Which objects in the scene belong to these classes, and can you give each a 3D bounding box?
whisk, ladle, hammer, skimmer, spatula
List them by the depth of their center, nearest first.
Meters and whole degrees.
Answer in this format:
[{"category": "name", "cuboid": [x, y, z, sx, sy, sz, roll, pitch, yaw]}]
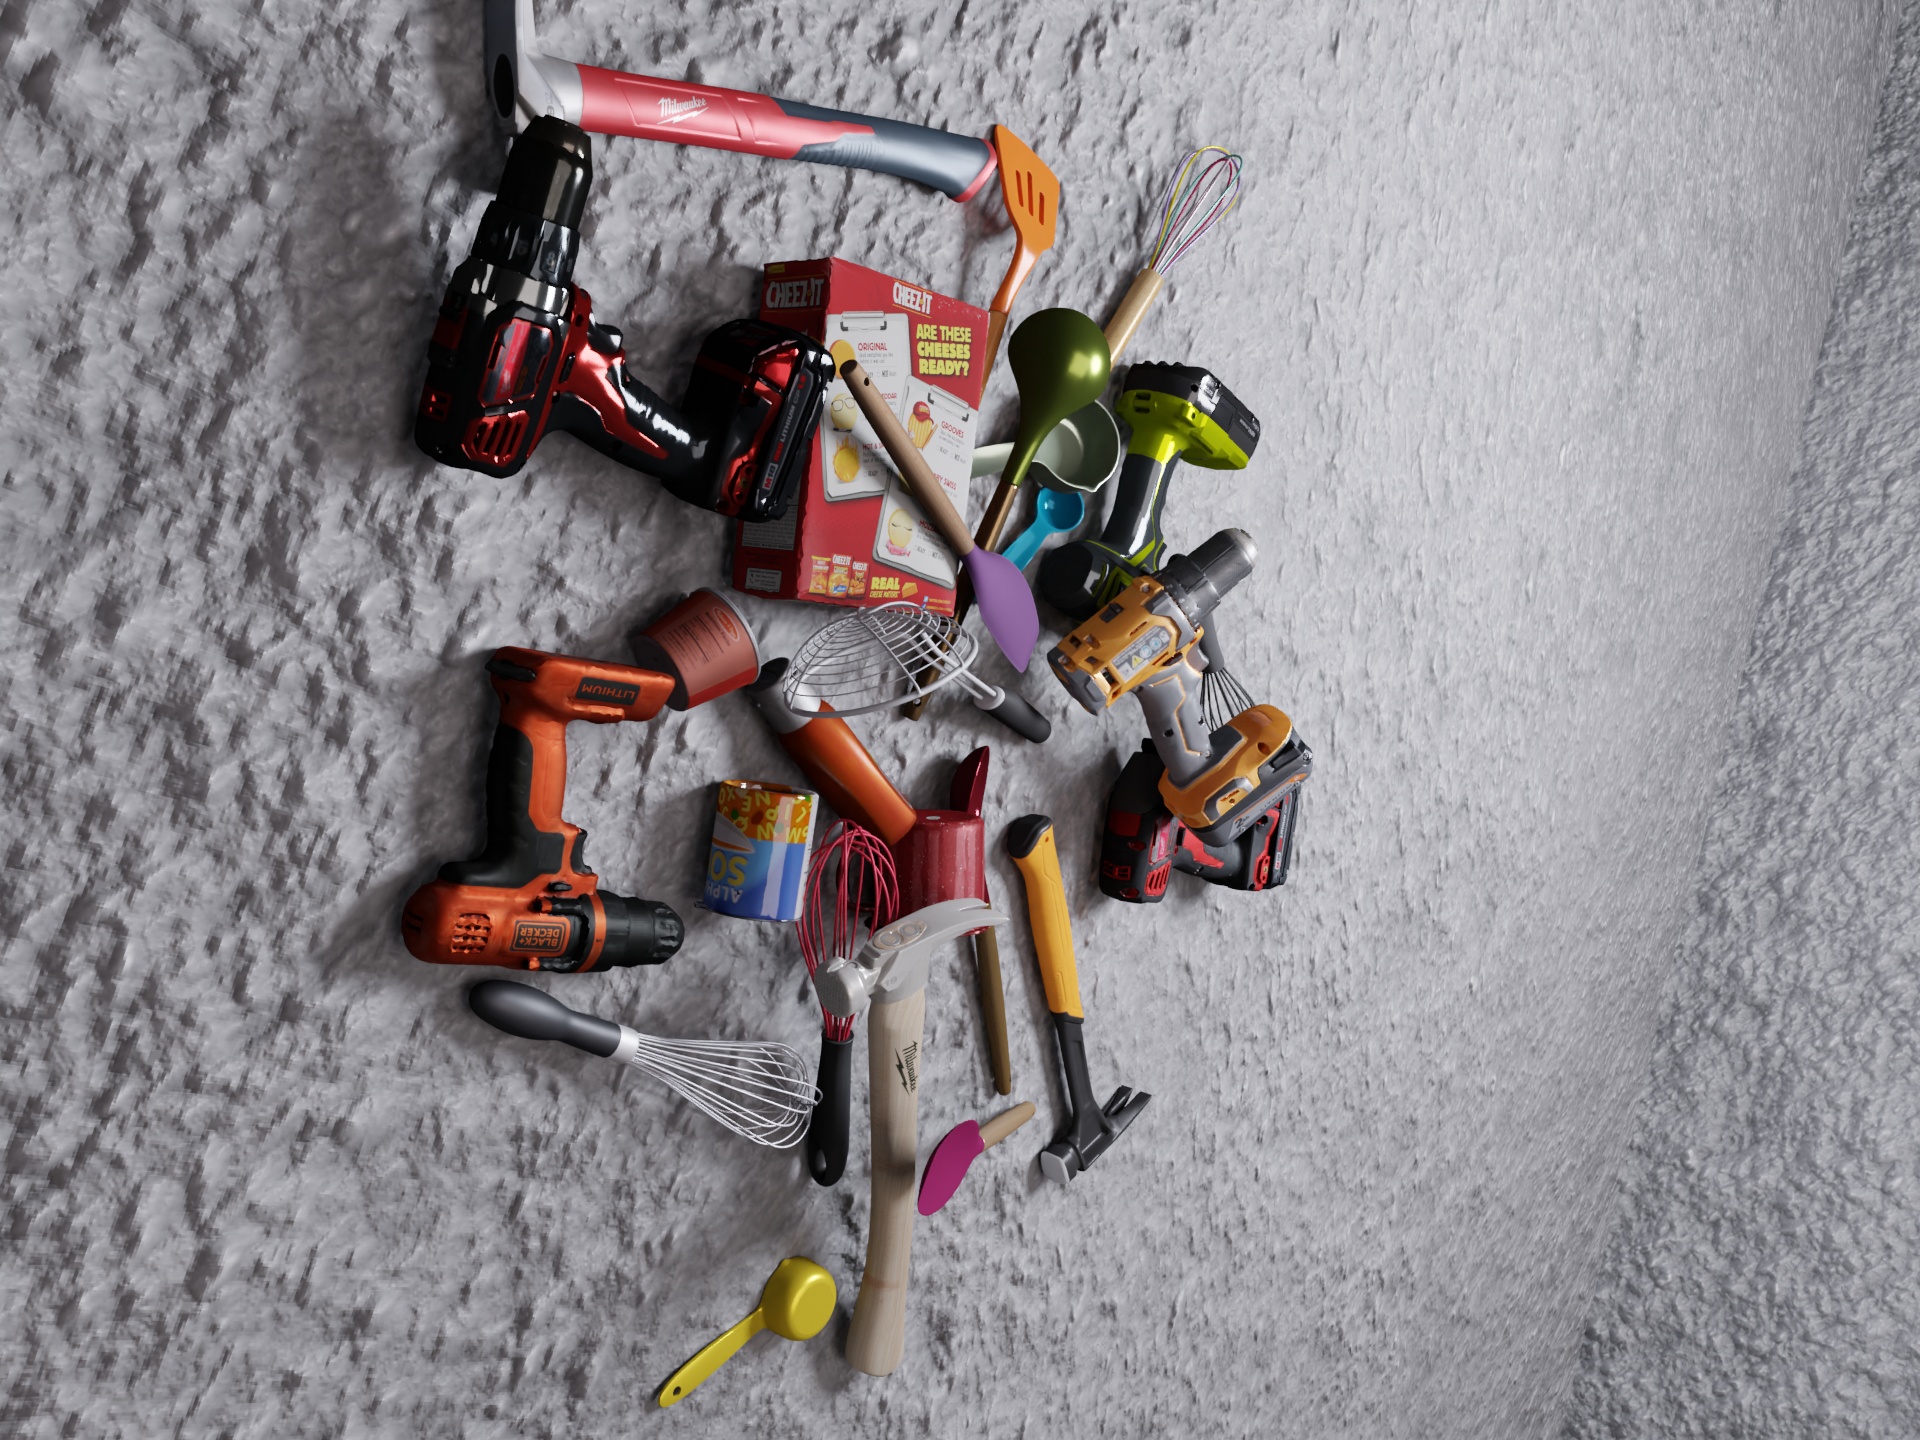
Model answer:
[{"category": "hammer", "cuboid": [-0.115, -0.383, 0.984, 0.386, 0.038, 0.143, -13, 106, -47]}, {"category": "whisk", "cuboid": [-0.193, 0.215, 1.012, 0.284, 0.070, 0.070, 32, 74, -42]}, {"category": "spatula", "cuboid": [-0.006, -0.133, 1.067, 0.315, 0.018, 0.060, 52, 52, -51]}, {"category": "whisk", "cuboid": [-0.085, 0.203, 1.113, 0.073, 0.073, 0.295, -18, 122, -46]}, {"category": "skimmer", "cuboid": [-0.002, -0.004, 1.119, 0.363, 0.127, 0.090, 32, 53, -64]}, {"category": "hammer", "cuboid": [-0.041, 0.315, 1.147, 0.146, 0.038, 0.410, -21, 128, -38]}, {"category": "spatula", "cuboid": [0.013, -0.274, 1.161, 0.081, 0.041, 0.322, 25, 82, -48]}, {"category": "ladle", "cuboid": [0.024, -0.149, 1.166, 0.078, 0.062, 0.320, 22, 97, -8]}, {"category": "ladle", "cuboid": [0.020, 0.166, 1.263, 0.069, 0.031, 0.315, -58, 145, -62]}, {"category": "whisk", "cuboid": [0.171, -0.379, 1.310, 0.245, 0.051, 0.047, -60, 141, -17]}, {"category": "whisk", "cuboid": [0.212, -0.051, 1.345, 0.055, 0.055, 0.238, -52, 137, -28]}, {"category": "hammer", "cuboid": [0.093, 0.228, 1.356, 0.127, 0.034, 0.336, -33, 121, -39]}]

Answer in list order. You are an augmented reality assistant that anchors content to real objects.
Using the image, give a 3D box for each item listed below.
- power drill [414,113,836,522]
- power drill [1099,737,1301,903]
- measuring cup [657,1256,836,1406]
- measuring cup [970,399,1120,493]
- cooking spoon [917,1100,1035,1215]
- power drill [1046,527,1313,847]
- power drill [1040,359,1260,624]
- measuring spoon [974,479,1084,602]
[{"category": "power drill", "cuboid": [-0.182, -0.214, 0.893, 0.226, 0.080, 0.188, 9, 105, -47]}, {"category": "power drill", "cuboid": [0.212, 0.089, 1.435, 0.219, 0.079, 0.143, 4, 95, -46]}, {"category": "measuring cup", "cuboid": [-0.147, 0.441, 1.129, 0.156, 0.029, 0.062, -27, 118, -45]}, {"category": "measuring cup", "cuboid": [0.044, -0.201, 1.211, 0.167, 0.038, 0.083, -17, 92, -27]}, {"category": "cooking spoon", "cuboid": [0.017, 0.316, 1.202, 0.318, 0.017, 0.069, 20, 90, -74]}, {"category": "power drill", "cuboid": [0.198, -0.029, 1.277, 0.185, 0.084, 0.226, -40, 119, -1]}, {"category": "power drill", "cuboid": [0.163, -0.168, 1.323, 0.171, 0.080, 0.223, 28, 81, -47]}, {"category": "measuring spoon", "cuboid": [0.048, -0.137, 1.243, 0.042, 0.021, 0.128, 45, 71, -15]}]
